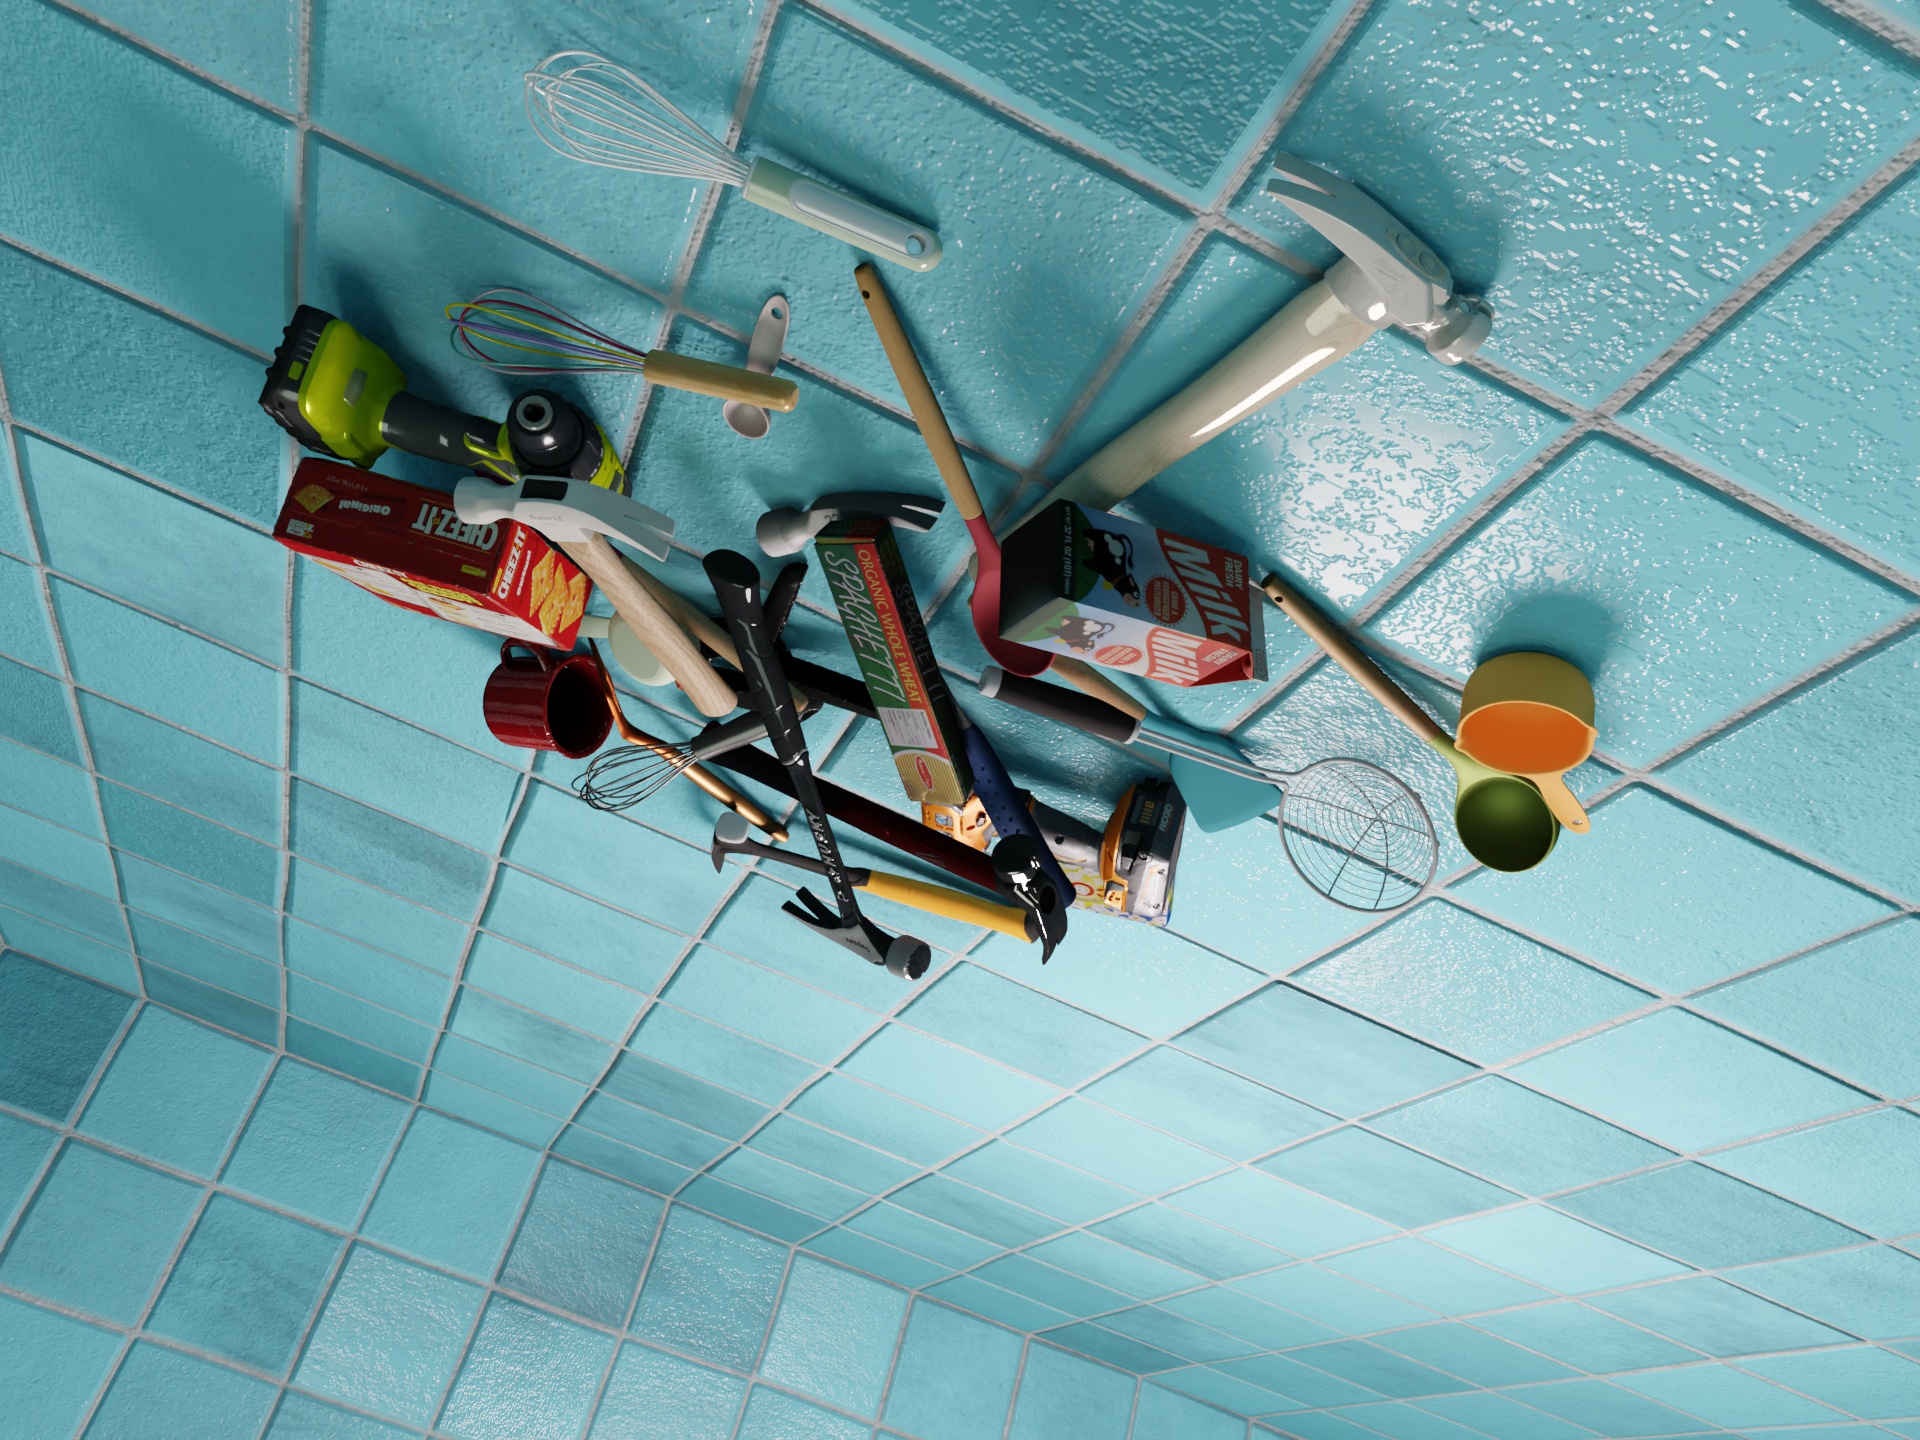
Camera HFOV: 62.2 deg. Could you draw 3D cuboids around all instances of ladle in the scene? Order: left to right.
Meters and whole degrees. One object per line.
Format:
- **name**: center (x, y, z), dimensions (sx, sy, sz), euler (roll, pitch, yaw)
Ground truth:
- **ladle**: center (-0.003, -0.155, 1.033), dimensions (0.069, 0.031, 0.315), euler (4, 136, 34)
- **ladle**: center (0.318, 0.004, 1.132), dimensions (0.320, 0.062, 0.078), euler (38, 139, -25)

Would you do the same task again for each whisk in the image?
- **whisk**: center (-0.223, -0.236, 1.032), dimensions (0.245, 0.051, 0.047), euler (14, 139, 9)
- **whisk**: center (-0.227, 0.022, 1.371), dimensions (0.239, 0.055, 0.055), euler (-21, 137, 10)
- **whisk**: center (-0.124, -0.306, 0.886), dimensions (0.246, 0.058, 0.059), euler (20, -177, -11)

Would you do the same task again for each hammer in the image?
- **hammer**: center (-0.231, -0.081, 1.159), dimensions (0.130, 0.031, 0.331), euler (4, 157, 15)
- **hammer**: center (-0.131, 0.041, 1.277), dimensions (0.149, 0.036, 0.408), euler (17, 136, 37)
- **hammer**: center (-0.079, 0.089, 1.354), dimensions (0.387, 0.038, 0.143), euler (22, 150, 32)
- **hammer**: center (-0.083, 0.164, 1.577), dimensions (0.337, 0.034, 0.127), euler (16, 159, -5)
- **hammer**: center (-0.002, -0.004, 1.218), dimensions (0.144, 0.035, 0.405), euler (-8, 127, 33)
- **hammer**: center (0.117, -0.178, 0.971), dimensions (0.146, 0.038, 0.410), euler (32, 146, -19)

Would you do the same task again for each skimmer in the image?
- **skimmer**: center (0.182, 0.046, 1.172), dimensions (0.363, 0.090, 0.127), euler (19, 132, -16)

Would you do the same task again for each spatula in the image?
- **spatula**: center (-0.247, 0.036, 1.469), dimensions (0.041, 0.081, 0.322), euler (-36, 138, 9)
- **spatula**: center (0.120, -0.008, 1.203), dimensions (0.317, 0.044, 0.082), euler (32, 136, -33)

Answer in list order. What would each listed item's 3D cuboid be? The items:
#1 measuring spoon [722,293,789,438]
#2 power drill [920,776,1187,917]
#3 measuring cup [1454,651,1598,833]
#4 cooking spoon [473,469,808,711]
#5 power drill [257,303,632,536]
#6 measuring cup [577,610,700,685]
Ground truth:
- **measuring spoon**: center (-0.127, -0.232, 1.033), dimensions (0.034, 0.018, 0.124), euler (28, 141, -1)
- **power drill**: center (0.073, 0.079, 1.347), dimensions (0.226, 0.084, 0.164), euler (14, 146, 12)
- **measuring cup**: center (0.409, 0.016, 1.109), dimensions (0.095, 0.052, 0.173), euler (-9, 141, 36)
- **cooking spoon**: center (-0.246, -0.107, 1.237), dimensions (0.318, 0.017, 0.068), euler (39, 143, -15)
- **power drill**: center (-0.344, -0.202, 1.080), dimensions (0.228, 0.080, 0.190), euler (18, 171, 1)
- **measuring cup**: center (-0.290, -0.069, 1.318), dimensions (0.168, 0.038, 0.083), euler (7, 121, 32)
